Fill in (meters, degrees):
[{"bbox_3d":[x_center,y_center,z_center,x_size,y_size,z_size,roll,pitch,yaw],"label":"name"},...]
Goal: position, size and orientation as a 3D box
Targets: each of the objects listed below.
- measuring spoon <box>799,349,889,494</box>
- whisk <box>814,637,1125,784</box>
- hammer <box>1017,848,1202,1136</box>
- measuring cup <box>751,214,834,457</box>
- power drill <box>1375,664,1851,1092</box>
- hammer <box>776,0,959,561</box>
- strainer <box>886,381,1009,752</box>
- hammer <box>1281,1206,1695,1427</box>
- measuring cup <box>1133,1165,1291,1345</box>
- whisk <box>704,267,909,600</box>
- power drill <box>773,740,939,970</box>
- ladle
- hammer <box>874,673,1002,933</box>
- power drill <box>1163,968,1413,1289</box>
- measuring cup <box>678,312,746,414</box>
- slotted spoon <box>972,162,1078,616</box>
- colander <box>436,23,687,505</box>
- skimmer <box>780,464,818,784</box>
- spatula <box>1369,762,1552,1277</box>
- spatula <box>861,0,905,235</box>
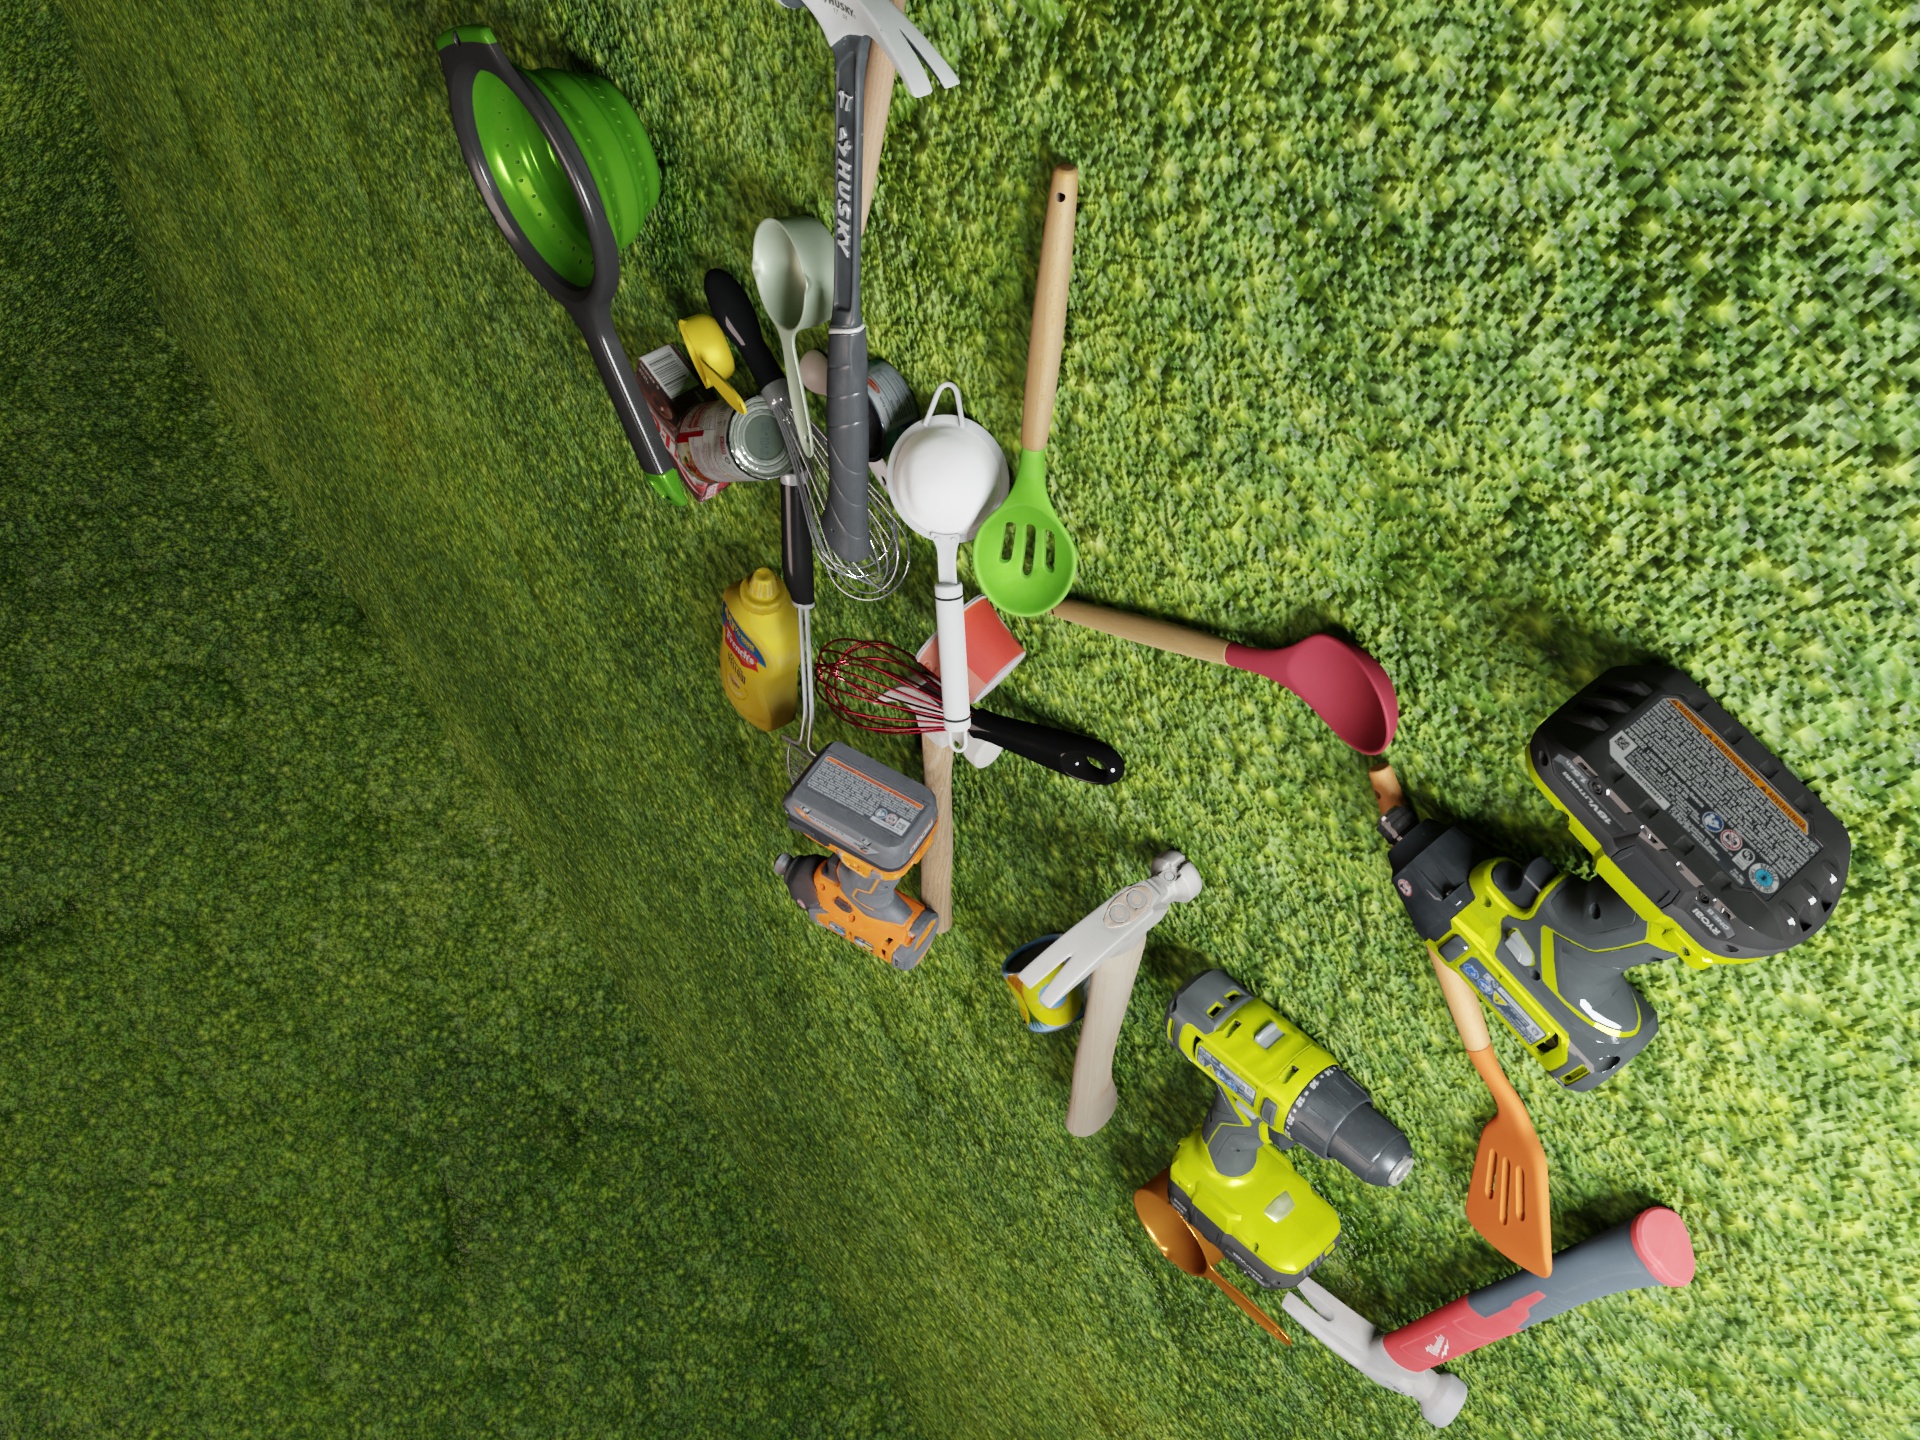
[{"bbox_3d":[-0.085,-0.217,1.175,0.124,0.018,0.034,58,154,-3],"label":"measuring spoon"},{"bbox_3d":[-0.002,-0.004,1.193,0.296,0.073,0.073,19,136,35],"label":"whisk"},{"bbox_3d":[0.103,0.249,1.247,0.038,0.146,0.410,44,156,25],"label":"hammer"},{"bbox_3d":[-0.104,-0.267,1.105,0.083,0.038,0.167,33,137,50],"label":"measuring cup"},{"bbox_3d":[0.295,0.075,0.765,0.171,0.080,0.223,50,156,16],"label":"power drill"},{"bbox_3d":[-0.068,-0.263,1.008,0.149,0.036,0.408,43,147,30],"label":"hammer"},{"bbox_3d":[-0.008,-0.095,1.076,0.087,0.050,0.258,5,115,19],"label":"strainer"},{"bbox_3d":[0.338,0.374,1.035,0.143,0.038,0.386,35,148,10],"label":"hammer"},{"bbox_3d":[0.224,0.443,1.331,0.174,0.052,0.095,39,149,31],"label":"measuring cup"},{"bbox_3d":[-0.123,-0.218,1.203,0.284,0.070,0.070,61,155,4],"label":"whisk"},{"bbox_3d":[-0.098,0.119,1.395,0.164,0.084,0.226,27,147,16],"label":"power drill"},{"bbox_3d":[0.145,-0.043,0.953,0.316,0.031,0.069,23,135,53],"label":"ladle"},{"bbox_3d":[-0.022,0.082,1.385,0.130,0.031,0.331,42,151,28],"label":"hammer"},{"bbox_3d":[0.228,0.306,1.142,0.191,0.080,0.228,37,145,35],"label":"power drill"},{"bbox_3d":[-0.181,-0.272,1.230,0.157,0.029,0.062,51,163,50],"label":"measuring cup"},{"bbox_3d":[0.049,-0.187,0.957,0.070,0.031,0.313,14,138,9],"label":"slotted spoon"},{"bbox_3d":[-0.274,-0.362,1.265,0.205,0.094,0.396,24,142,50],"label":"colander"},{"bbox_3d":[-0.113,-0.060,1.389,0.127,0.090,0.363,28,132,37],"label":"skimmer"},{"bbox_3d":[0.287,0.173,0.925,0.322,0.041,0.081,67,167,-15],"label":"spatula"},{"bbox_3d":[-0.042,-0.398,0.896,0.060,0.018,0.315,51,153,19],"label":"spatula"}]
